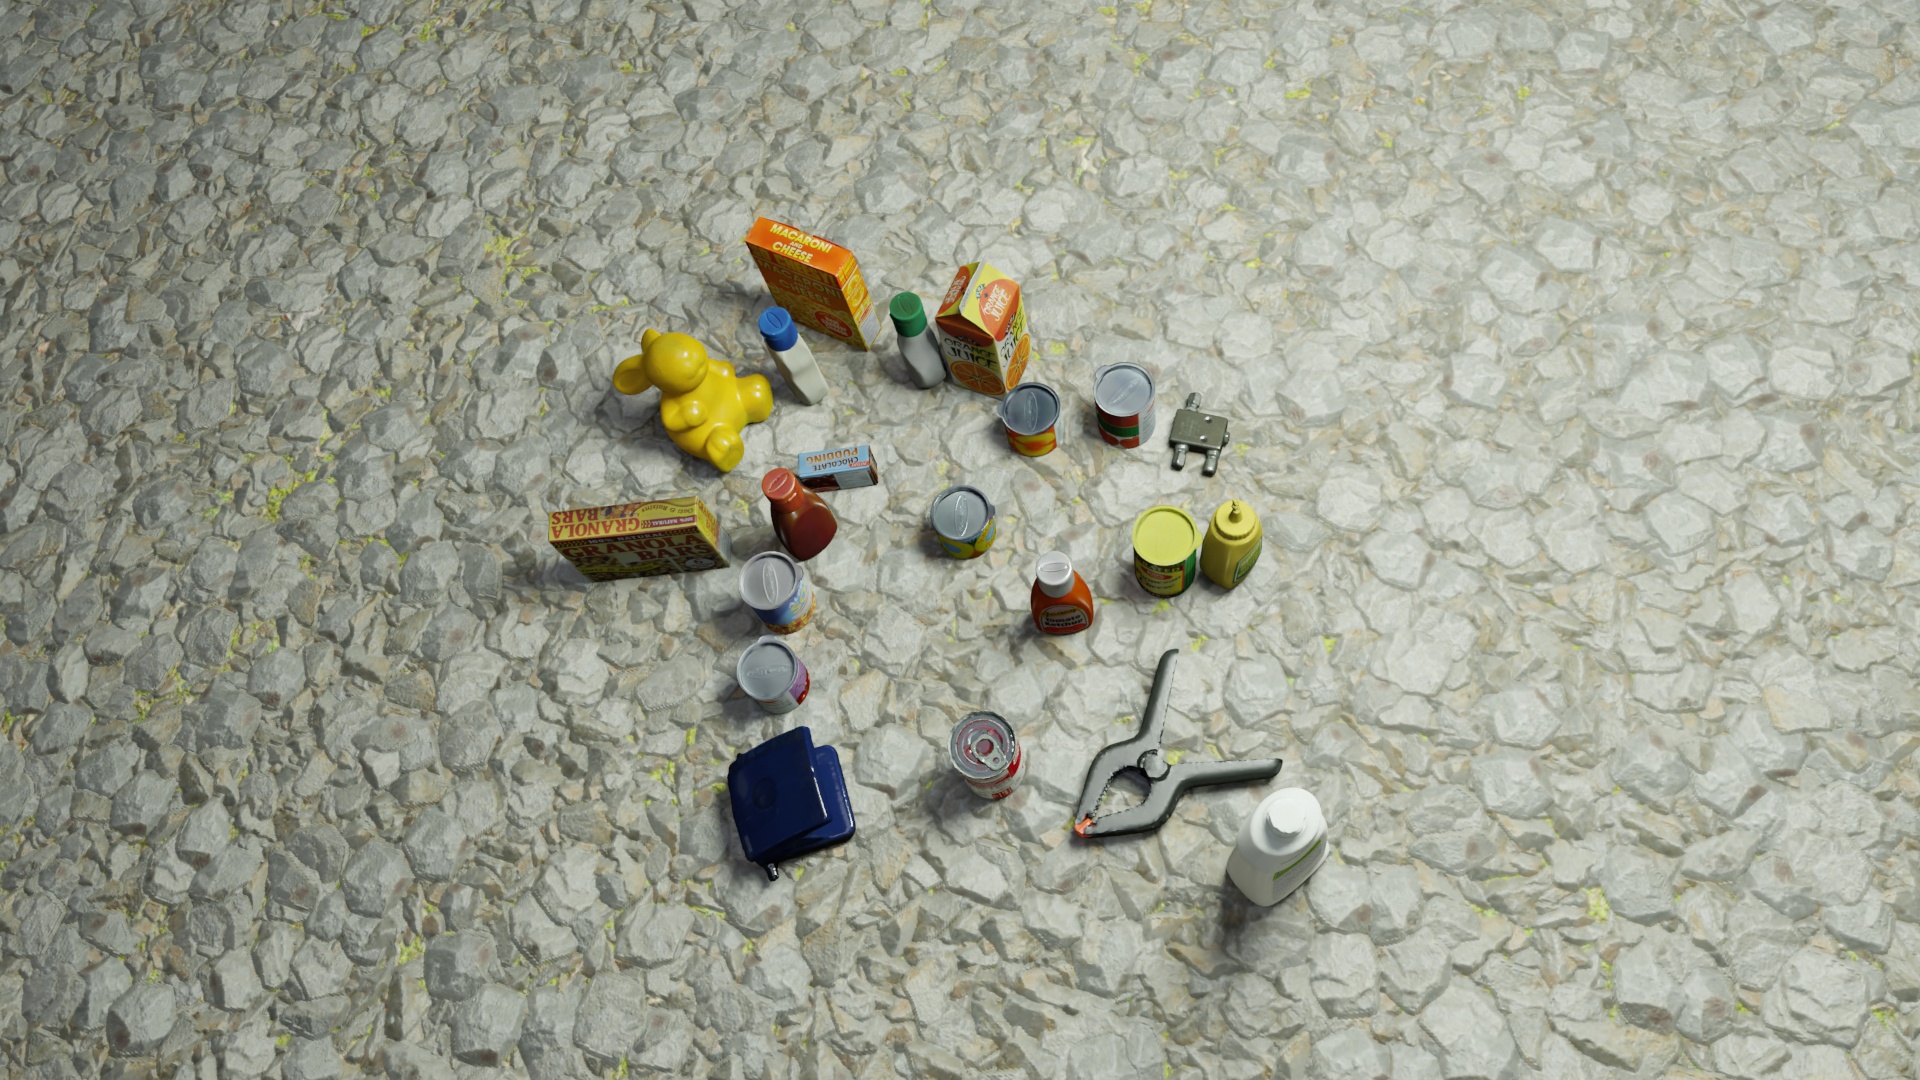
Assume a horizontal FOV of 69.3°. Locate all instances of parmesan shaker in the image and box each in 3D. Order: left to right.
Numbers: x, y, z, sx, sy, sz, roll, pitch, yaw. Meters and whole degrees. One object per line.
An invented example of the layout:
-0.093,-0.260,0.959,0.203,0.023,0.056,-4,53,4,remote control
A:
0.215,0.014,1.442,0.071,0.102,0.071,-3,67,8,parmesan shaker

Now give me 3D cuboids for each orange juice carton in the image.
0.025,-0.235,1.527,0.073,0.192,0.072,20,72,16,orange juice carton

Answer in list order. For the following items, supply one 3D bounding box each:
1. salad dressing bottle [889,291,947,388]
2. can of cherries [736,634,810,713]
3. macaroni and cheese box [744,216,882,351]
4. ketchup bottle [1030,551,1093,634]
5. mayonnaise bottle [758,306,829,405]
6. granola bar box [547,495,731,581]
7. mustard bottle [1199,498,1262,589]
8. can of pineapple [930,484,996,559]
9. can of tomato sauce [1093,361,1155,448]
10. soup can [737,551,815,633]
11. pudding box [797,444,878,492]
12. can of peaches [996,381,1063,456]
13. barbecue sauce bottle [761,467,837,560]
-0.049,-0.225,1.559,0.044,0.147,0.064,-28,66,-3,salad dressing bottle
-0.197,0.143,1.475,0.071,0.058,0.072,-3,67,7,can of cherries
-0.167,-0.294,1.596,0.124,0.166,0.040,24,73,17,macaroni and cheese box
0.101,0.053,1.418,0.065,0.148,0.044,-6,67,6,ketchup bottle
-0.192,-0.211,1.575,0.041,0.147,0.065,-39,67,-8,mayonnaise bottle
-0.349,0.001,1.522,0.165,0.124,0.039,-6,67,6,granola bar box
0.276,-0.003,1.409,0.049,0.159,0.065,38,78,21,mustard bottle
0.005,-0.019,1.513,0.071,0.057,0.071,-3,67,7,can of pineapple
0.180,-0.148,1.527,0.071,0.083,0.071,-3,67,8,can of tomato sauce
-0.194,0.057,1.497,0.071,0.083,0.071,-3,67,8,soup can
-0.138,-0.080,1.565,0.084,0.049,0.030,-7,67,6,pudding box
0.079,-0.135,1.550,0.071,0.058,0.071,-3,67,7,can of peaches
-0.177,-0.031,1.496,0.044,0.148,0.065,41,79,21,barbecue sauce bottle
